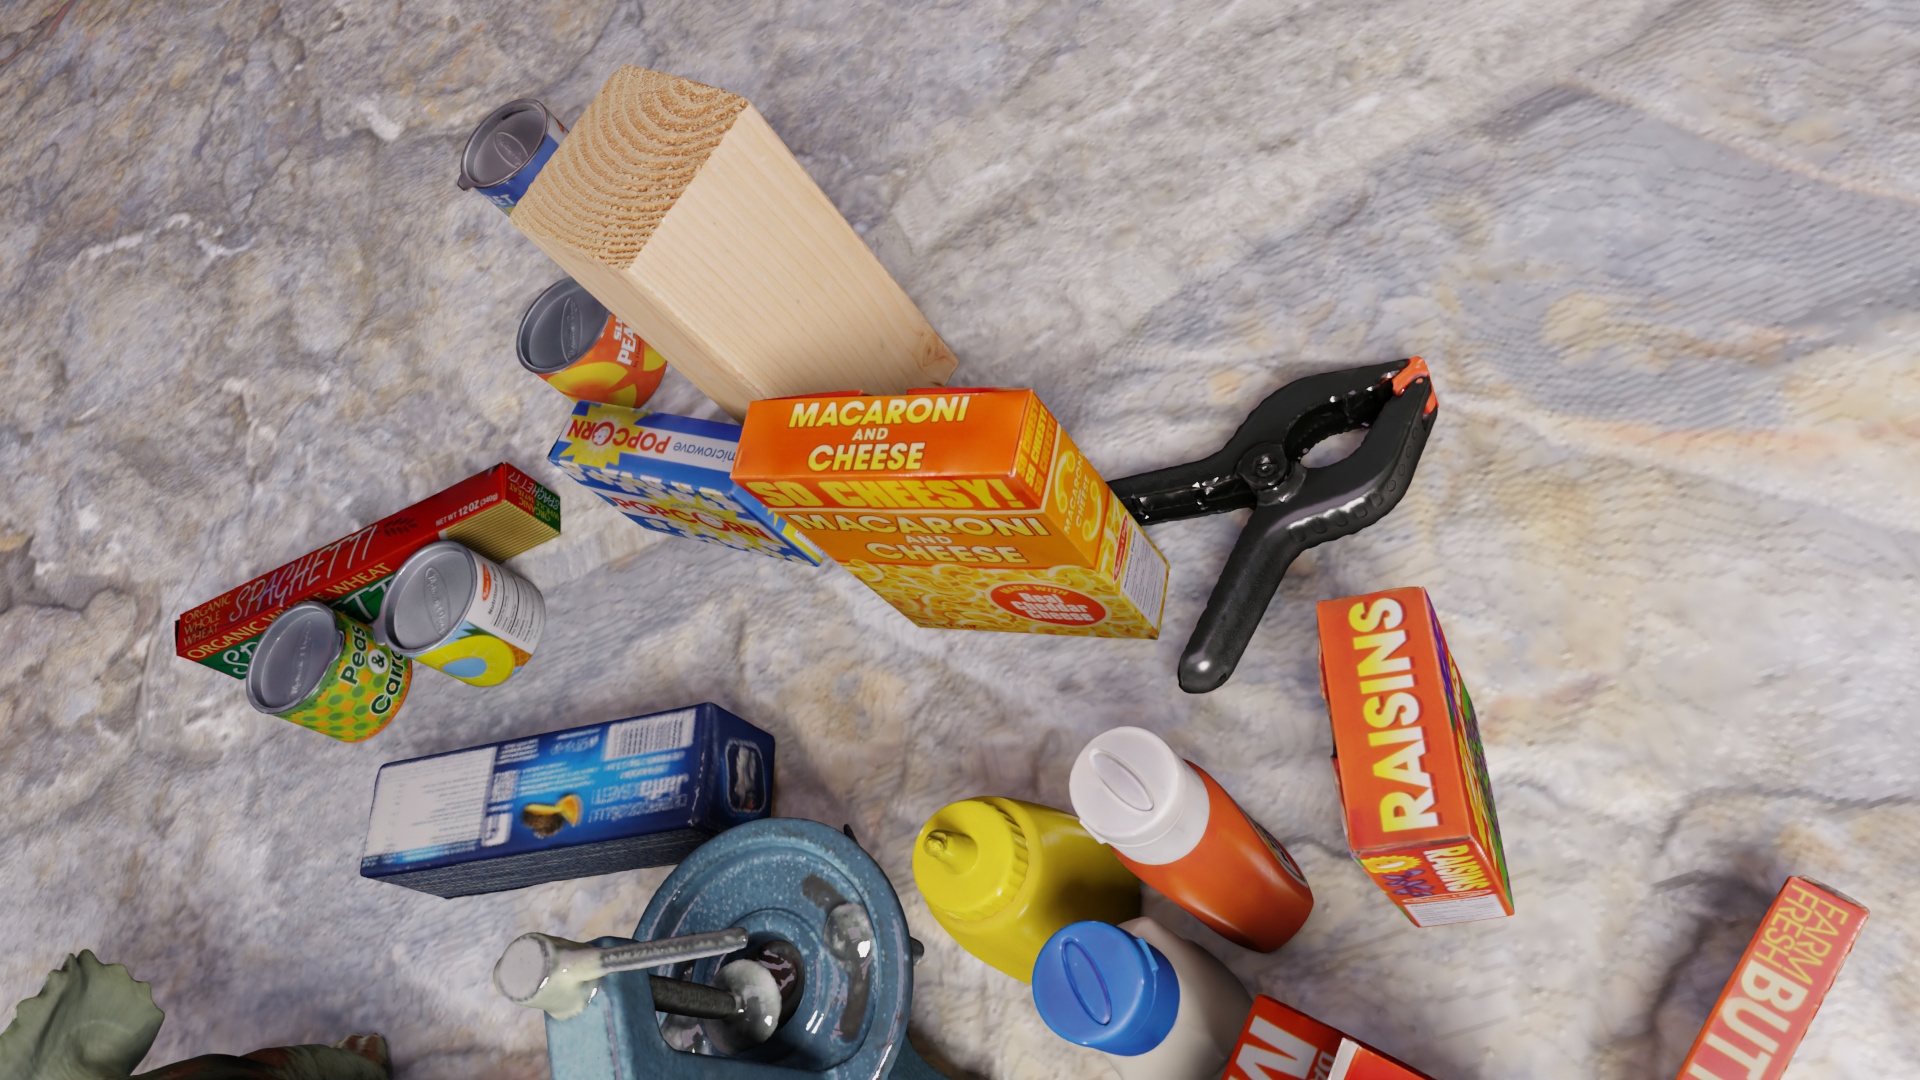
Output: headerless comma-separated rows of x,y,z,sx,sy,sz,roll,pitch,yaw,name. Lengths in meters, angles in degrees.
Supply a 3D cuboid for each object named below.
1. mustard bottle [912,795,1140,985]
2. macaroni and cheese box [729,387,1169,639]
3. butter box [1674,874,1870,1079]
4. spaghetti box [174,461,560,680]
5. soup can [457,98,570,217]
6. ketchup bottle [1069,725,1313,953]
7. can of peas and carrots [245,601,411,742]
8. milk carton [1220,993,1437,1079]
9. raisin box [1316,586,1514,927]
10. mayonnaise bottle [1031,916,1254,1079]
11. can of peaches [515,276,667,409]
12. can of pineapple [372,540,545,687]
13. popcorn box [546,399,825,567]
0.021,0.124,0.506,0.049,0.160,0.065,2,67,28,mustard bottle
0.002,-0.007,0.579,0.123,0.166,0.040,1,66,27,macaroni and cheese box
0.249,0.159,0.439,0.024,0.053,0.103,29,80,35,butter box
-0.350,0.022,0.815,0.250,0.050,0.029,-22,58,15,spaghetti box
-0.262,-0.223,0.874,0.071,0.083,0.071,-12,61,22,soup can
0.081,0.106,0.493,0.043,0.148,0.065,-47,54,-1,ketchup bottle
-0.353,0.075,0.784,0.071,0.058,0.071,-12,61,22,can of peas and carrots
0.118,0.188,0.406,0.073,0.190,0.072,20,76,33,milk carton
0.159,0.079,0.482,0.040,0.123,0.086,-12,61,22,raisin box
0.067,0.160,0.472,0.041,0.147,0.065,-34,55,8,mayonnaise bottle
-0.211,-0.112,0.808,0.071,0.058,0.071,-12,61,22,can of peaches
-0.273,0.041,0.761,0.071,0.057,0.071,-12,61,22,can of pineapple
-0.134,-0.029,0.709,0.127,0.085,0.038,11,71,31,popcorn box
